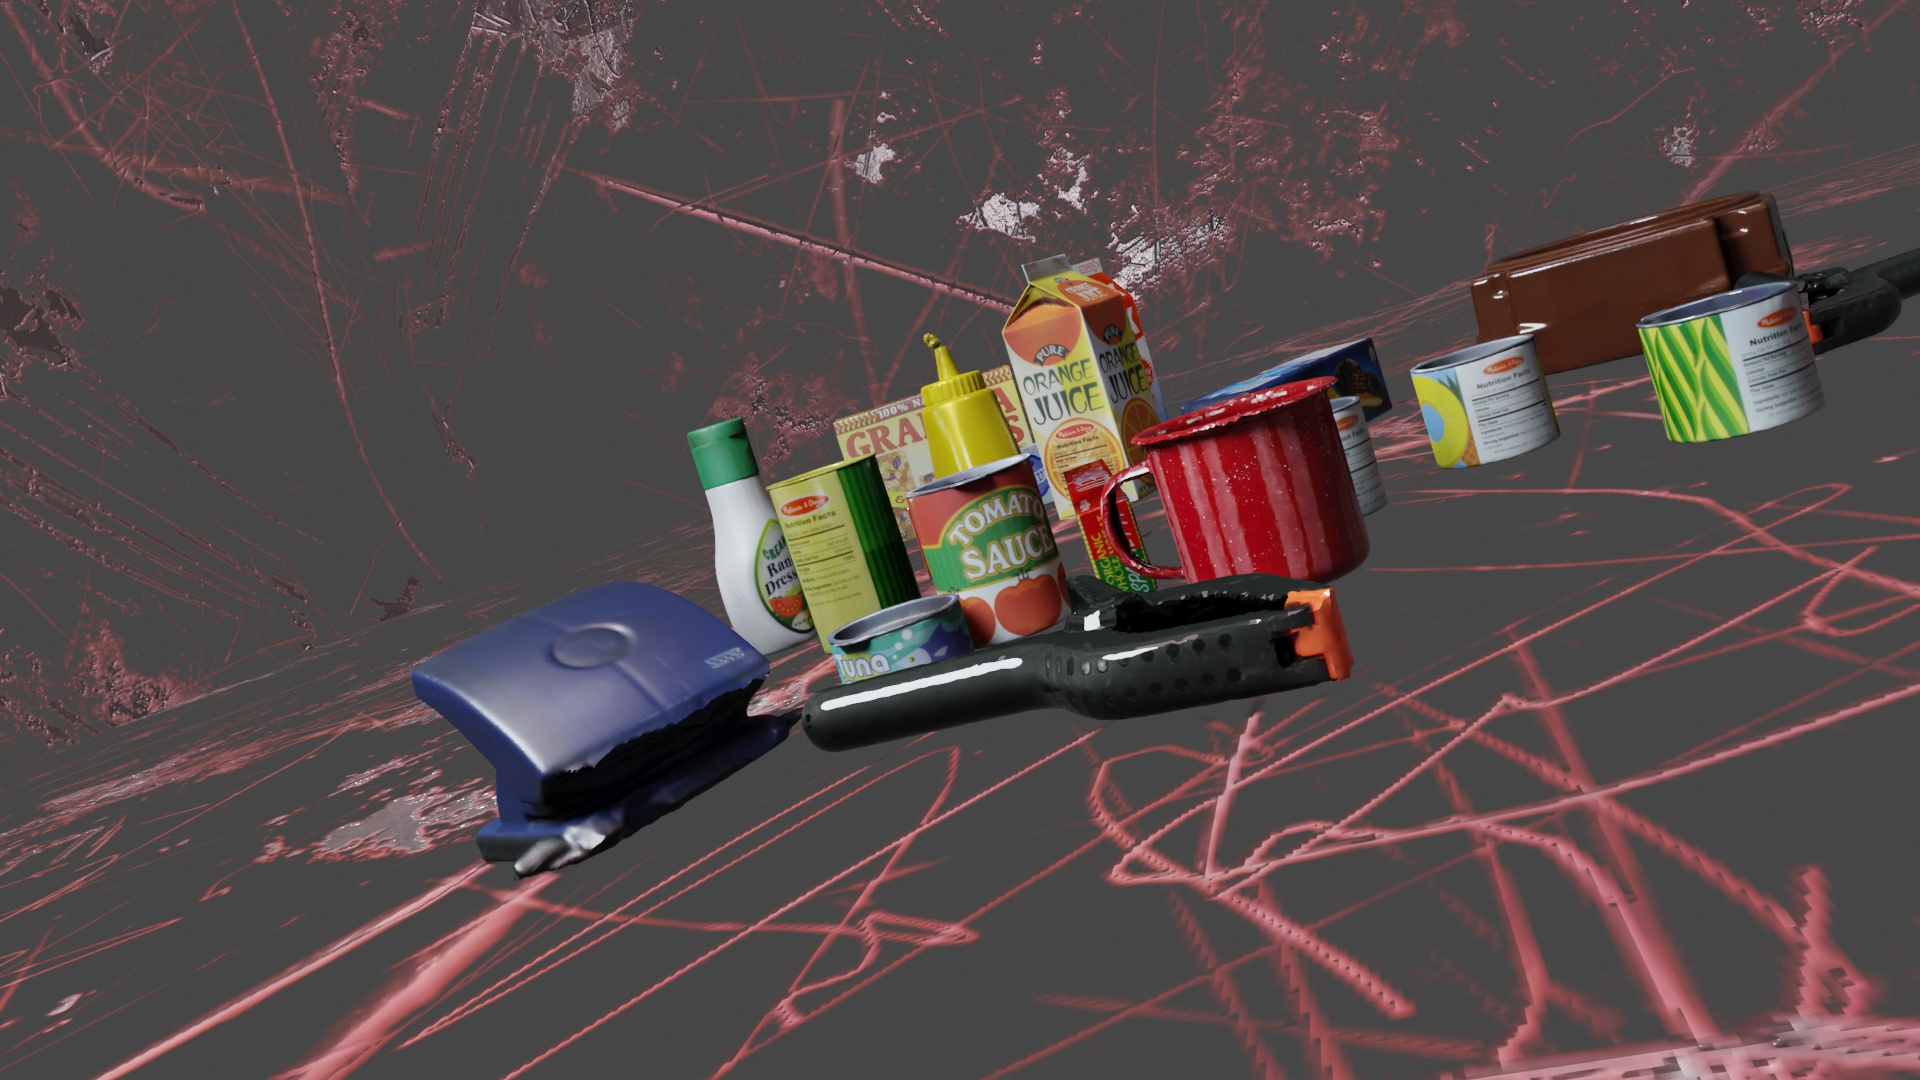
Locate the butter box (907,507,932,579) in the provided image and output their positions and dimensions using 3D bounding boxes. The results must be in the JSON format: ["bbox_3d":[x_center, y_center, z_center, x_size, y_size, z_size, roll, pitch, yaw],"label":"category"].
[{"bbox_3d":[0.004,-0.013,1.005,0.024,0.053,0.104,-14,8,33],"label":"butter box"}]

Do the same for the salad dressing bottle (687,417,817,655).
[{"bbox_3d":[-0.132,-0.003,0.876,0.044,0.147,0.064,-14,8,34],"label":"salad dressing bottle"}]

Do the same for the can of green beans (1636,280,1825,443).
[{"bbox_3d":[0.351,-0.081,0.634,0.071,0.057,0.071,-18,7,2],"label":"can of green beans"}]

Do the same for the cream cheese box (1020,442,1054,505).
[{"bbox_3d":[0.047,-0.049,1.183,0.104,0.053,0.024,-20,7,-19],"label":"cream cheese box"}]

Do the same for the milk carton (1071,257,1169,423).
[{"bbox_3d":[0.124,-0.155,1.255,0.072,0.190,0.073,-21,7,-25],"label":"milk carton"}]

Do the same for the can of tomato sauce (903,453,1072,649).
[{"bbox_3d":[0.016,0.006,0.698,0.071,0.083,0.071,-18,6,2],"label":"can of tomato sauce"}]

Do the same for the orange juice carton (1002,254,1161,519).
[{"bbox_3d":[0.092,-0.121,1.052,0.073,0.192,0.072,-13,8,36],"label":"orange juice carton"}]

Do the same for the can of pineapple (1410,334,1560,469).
[{"bbox_3d":[0.286,-0.076,0.760,0.071,0.057,0.071,-18,7,2],"label":"can of pineapple"}]

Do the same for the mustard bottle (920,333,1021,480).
[{"bbox_3d":[0.010,-0.053,0.859,0.049,0.160,0.065,-20,7,-22],"label":"mustard bottle"}]

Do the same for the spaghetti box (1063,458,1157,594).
[{"bbox_3d":[0.082,-0.011,0.798,0.029,0.050,0.250,-17,7,5],"label":"spaghetti box"}]

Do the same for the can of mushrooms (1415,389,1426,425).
[{"bbox_3d":[0.336,-0.098,0.917,0.071,0.033,0.071,-18,7,2],"label":"can of mushrooms"}]

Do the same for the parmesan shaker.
[{"bbox_3d":[-0.067,0.008,0.810,0.071,0.103,0.071,-18,6,2],"label":"parmesan shaker"}]

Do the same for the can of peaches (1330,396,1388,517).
[{"bbox_3d":[0.183,-0.038,0.728,0.071,0.058,0.071,-18,7,2],"label":"can of peaches"}]

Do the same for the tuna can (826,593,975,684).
[{"bbox_3d":[-0.029,0.052,0.658,0.071,0.032,0.071,-18,7,2],"label":"tuna can"}]

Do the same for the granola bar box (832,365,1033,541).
[{"bbox_3d":[-0.017,-0.075,1.257,0.165,0.124,0.039,-18,6,2],"label":"granola bar box"}]
